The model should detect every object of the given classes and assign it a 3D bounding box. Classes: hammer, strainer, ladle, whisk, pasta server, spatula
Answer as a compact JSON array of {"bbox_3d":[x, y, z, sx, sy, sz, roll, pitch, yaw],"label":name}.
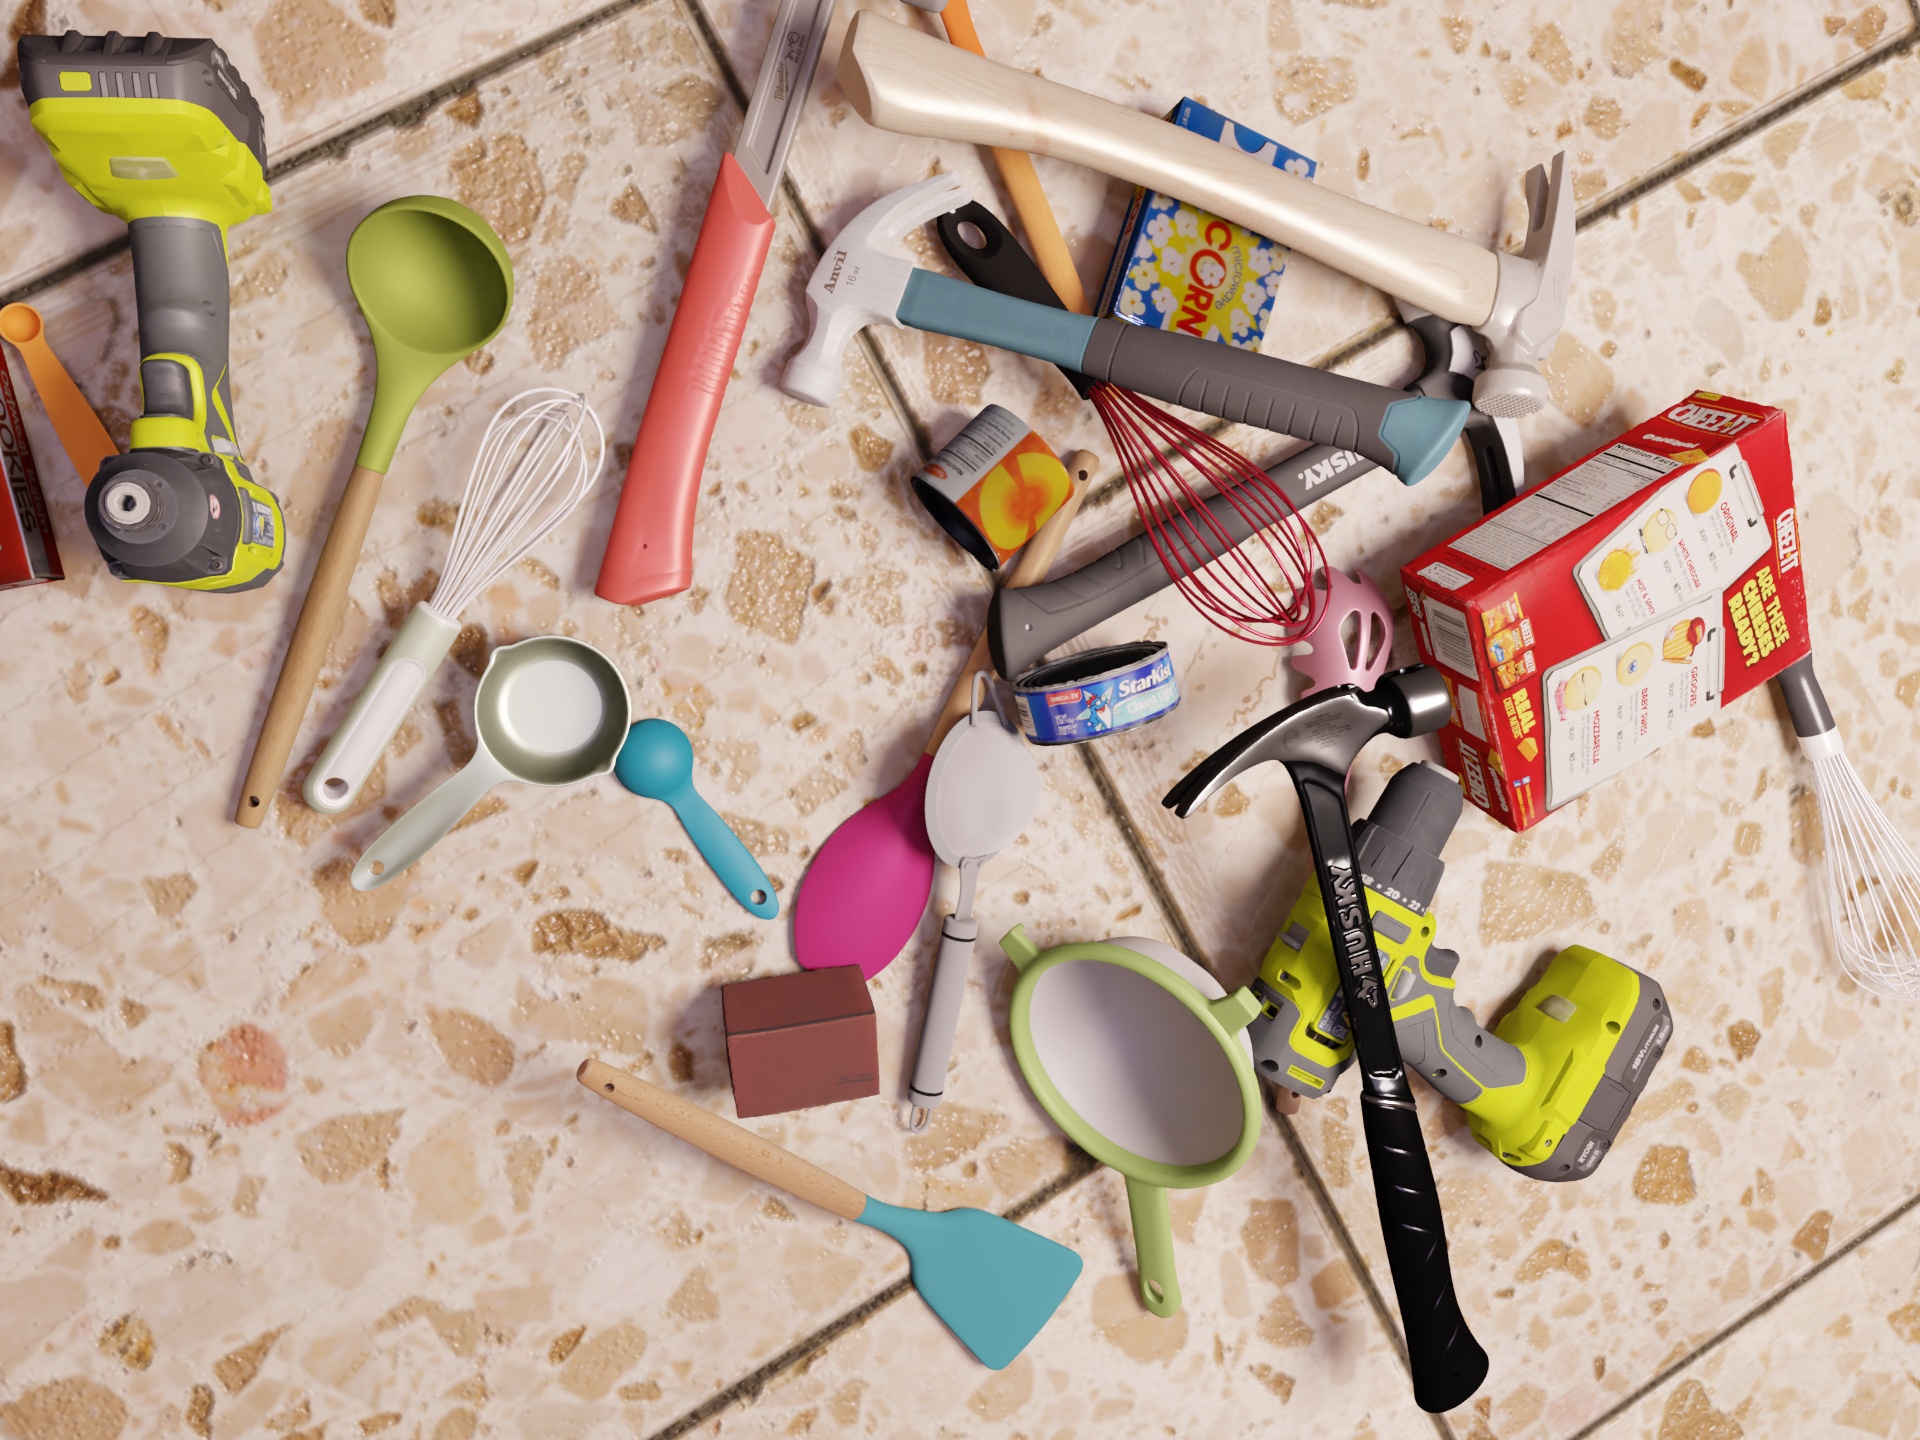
[{"bbox_3d":[-0.125,-0.232,0.793,0.149,0.037,0.359,19,95,3],"label":"hammer"},{"bbox_3d":[0.004,0.104,0.854,0.086,0.050,0.258,-1,107,-50],"label":"strainer"},{"bbox_3d":[0.160,-0.111,0.866,0.335,0.035,0.146,-29,97,-12],"label":"hammer"},{"bbox_3d":[0.077,-0.177,0.772,0.331,0.033,0.128,20,90,17],"label":"hammer"},{"bbox_3d":[-0.295,-0.096,0.767,0.078,0.062,0.320,20,93,-14],"label":"ladle"},{"bbox_3d":[0.138,-0.281,0.808,0.410,0.038,0.146,14,82,-19],"label":"hammer"},{"bbox_3d":[0.215,0.183,0.828,0.149,0.036,0.408,-17,104,-9],"label":"hammer"},{"bbox_3d":[0.112,0.217,0.879,0.069,0.151,0.256,-37,128,-44],"label":"strainer"},{"bbox_3d":[0.083,-0.157,0.812,0.073,0.073,0.296,-37,81,-7],"label":"whisk"},{"bbox_3d":[0.206,0.071,0.912,0.060,0.040,0.316,4,98,-13],"label":"pasta server"},{"bbox_3d":[-0.252,-0.058,0.785,0.057,0.059,0.246,32,92,-31],"label":"whisk"},{"bbox_3d":[-0.068,0.250,0.832,0.317,0.044,0.082,37,92,-31],"label":"spatula"},{"bbox_3d":[0.015,-0.318,0.834,0.081,0.041,0.322,-27,104,-8],"label":"spatula"},{"bbox_3d":[0.535,0.043,0.971,0.070,0.070,0.284,-24,95,-10],"label":"whisk"}]

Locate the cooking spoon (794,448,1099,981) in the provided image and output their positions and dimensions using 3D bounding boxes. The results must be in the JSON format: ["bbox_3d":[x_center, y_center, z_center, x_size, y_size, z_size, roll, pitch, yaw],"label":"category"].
[{"bbox_3d":[-0.001,-0.003,0.860,0.068,0.017,0.319,27,89,-16],"label":"cooking spoon"}]

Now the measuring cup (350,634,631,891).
[{"bbox_3d":[-0.239,0.024,0.800,0.167,0.038,0.083,-42,102,-4],"label":"measuring cup"}]

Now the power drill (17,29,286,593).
[{"bbox_3d":[-0.344,-0.170,0.691,0.080,0.171,0.223,-4,93,-12],"label":"power drill"}]

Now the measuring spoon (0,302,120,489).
[{"bbox_3d":[-0.421,-0.143,0.758,0.021,0.011,0.117,-27,104,-10],"label":"measuring spoon"}]

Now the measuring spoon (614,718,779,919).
[{"bbox_3d":[-0.134,0.055,0.833,0.042,0.021,0.128,-37,101,-7],"label":"measuring spoon"}]

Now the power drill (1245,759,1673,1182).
[{"bbox_3d":[0.282,0.146,0.894,0.228,0.080,0.190,28,92,-19],"label":"power drill"}]
